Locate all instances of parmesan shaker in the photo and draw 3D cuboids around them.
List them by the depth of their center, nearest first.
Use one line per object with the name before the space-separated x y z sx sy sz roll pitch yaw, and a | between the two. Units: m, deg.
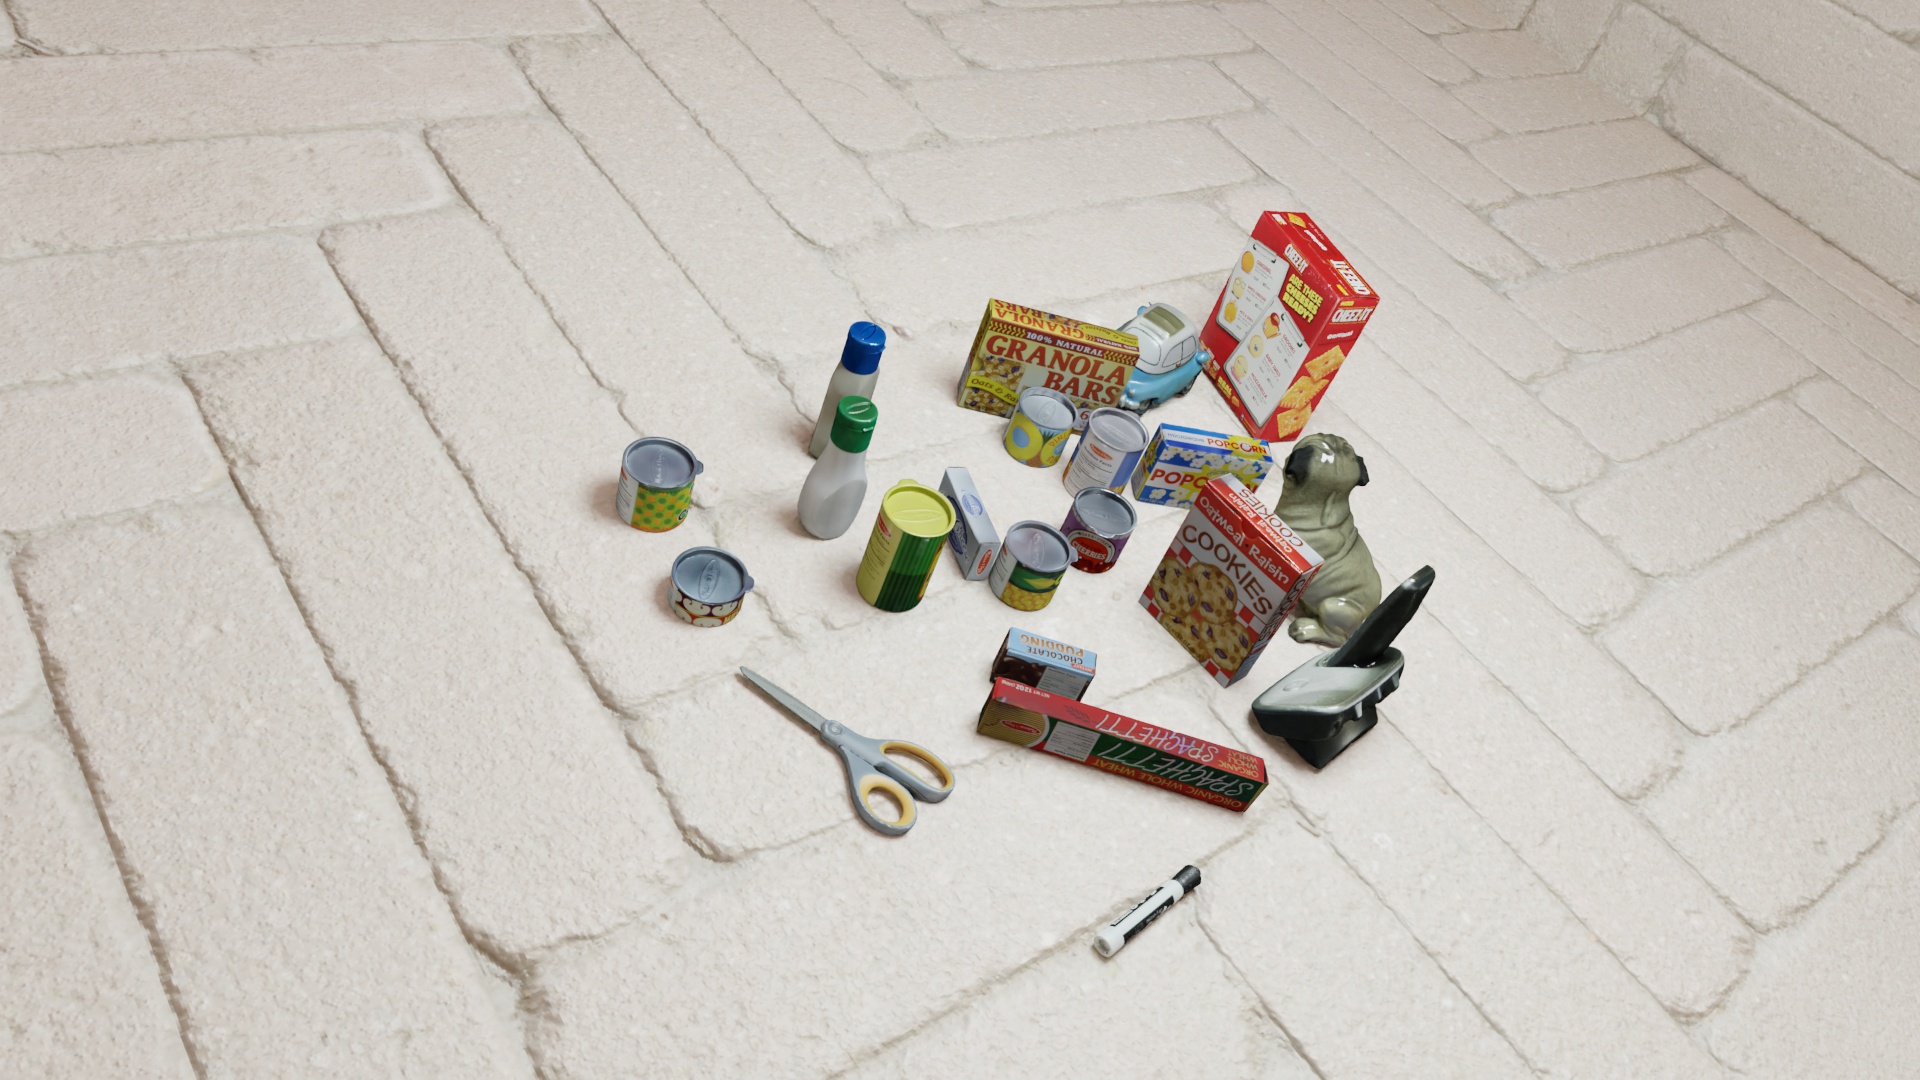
parmesan shaker | -0.051 0.005 1.247 0.071 0.102 0.072 12 44 -12

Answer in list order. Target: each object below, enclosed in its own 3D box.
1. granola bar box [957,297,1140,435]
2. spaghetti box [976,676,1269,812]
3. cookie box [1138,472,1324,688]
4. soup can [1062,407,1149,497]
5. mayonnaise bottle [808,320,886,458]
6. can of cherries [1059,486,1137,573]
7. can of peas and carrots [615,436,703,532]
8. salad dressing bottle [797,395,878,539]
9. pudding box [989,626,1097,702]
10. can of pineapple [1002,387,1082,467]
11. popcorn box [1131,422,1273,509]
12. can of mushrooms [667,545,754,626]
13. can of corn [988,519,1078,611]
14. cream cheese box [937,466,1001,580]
granola bar box | 0.092 -0.180 1.479 0.166 0.123 0.039 12 43 -11
spaghetti box | 0.139 0.177 1.193 0.250 0.049 0.029 18 43 -6
cookie box | 0.248 0.038 1.292 0.040 0.166 0.123 -23 59 -38
soup can | 0.151 -0.087 1.439 0.071 0.083 0.072 12 44 -12
mayonnaise bottle | -0.107 -0.144 1.342 0.041 0.147 0.065 28 43 6
can of cherries | 0.133 -0.009 1.371 0.071 0.058 0.072 12 44 -11
can of peas and carrots | -0.270 -0.050 1.243 0.071 0.058 0.071 12 44 -11
salad dressing bottle | -0.109 -0.066 1.262 0.064 0.146 0.044 -20 57 -37
pudding box | 0.074 0.112 1.231 0.084 0.049 0.030 17 43 -6
can of pineapple | 0.085 -0.118 1.462 0.071 0.057 0.071 12 44 -11
popcorn box | 0.255 -0.074 1.469 0.127 0.084 0.038 8 44 -15
can of mushrooms | -0.215 0.040 1.194 0.071 0.033 0.071 12 44 -11
can of corn | 0.068 0.025 1.311 0.071 0.058 0.071 12 44 -11
cream cheese box | 0.005 -0.017 1.329 0.024 0.053 0.104 -3 48 -25
